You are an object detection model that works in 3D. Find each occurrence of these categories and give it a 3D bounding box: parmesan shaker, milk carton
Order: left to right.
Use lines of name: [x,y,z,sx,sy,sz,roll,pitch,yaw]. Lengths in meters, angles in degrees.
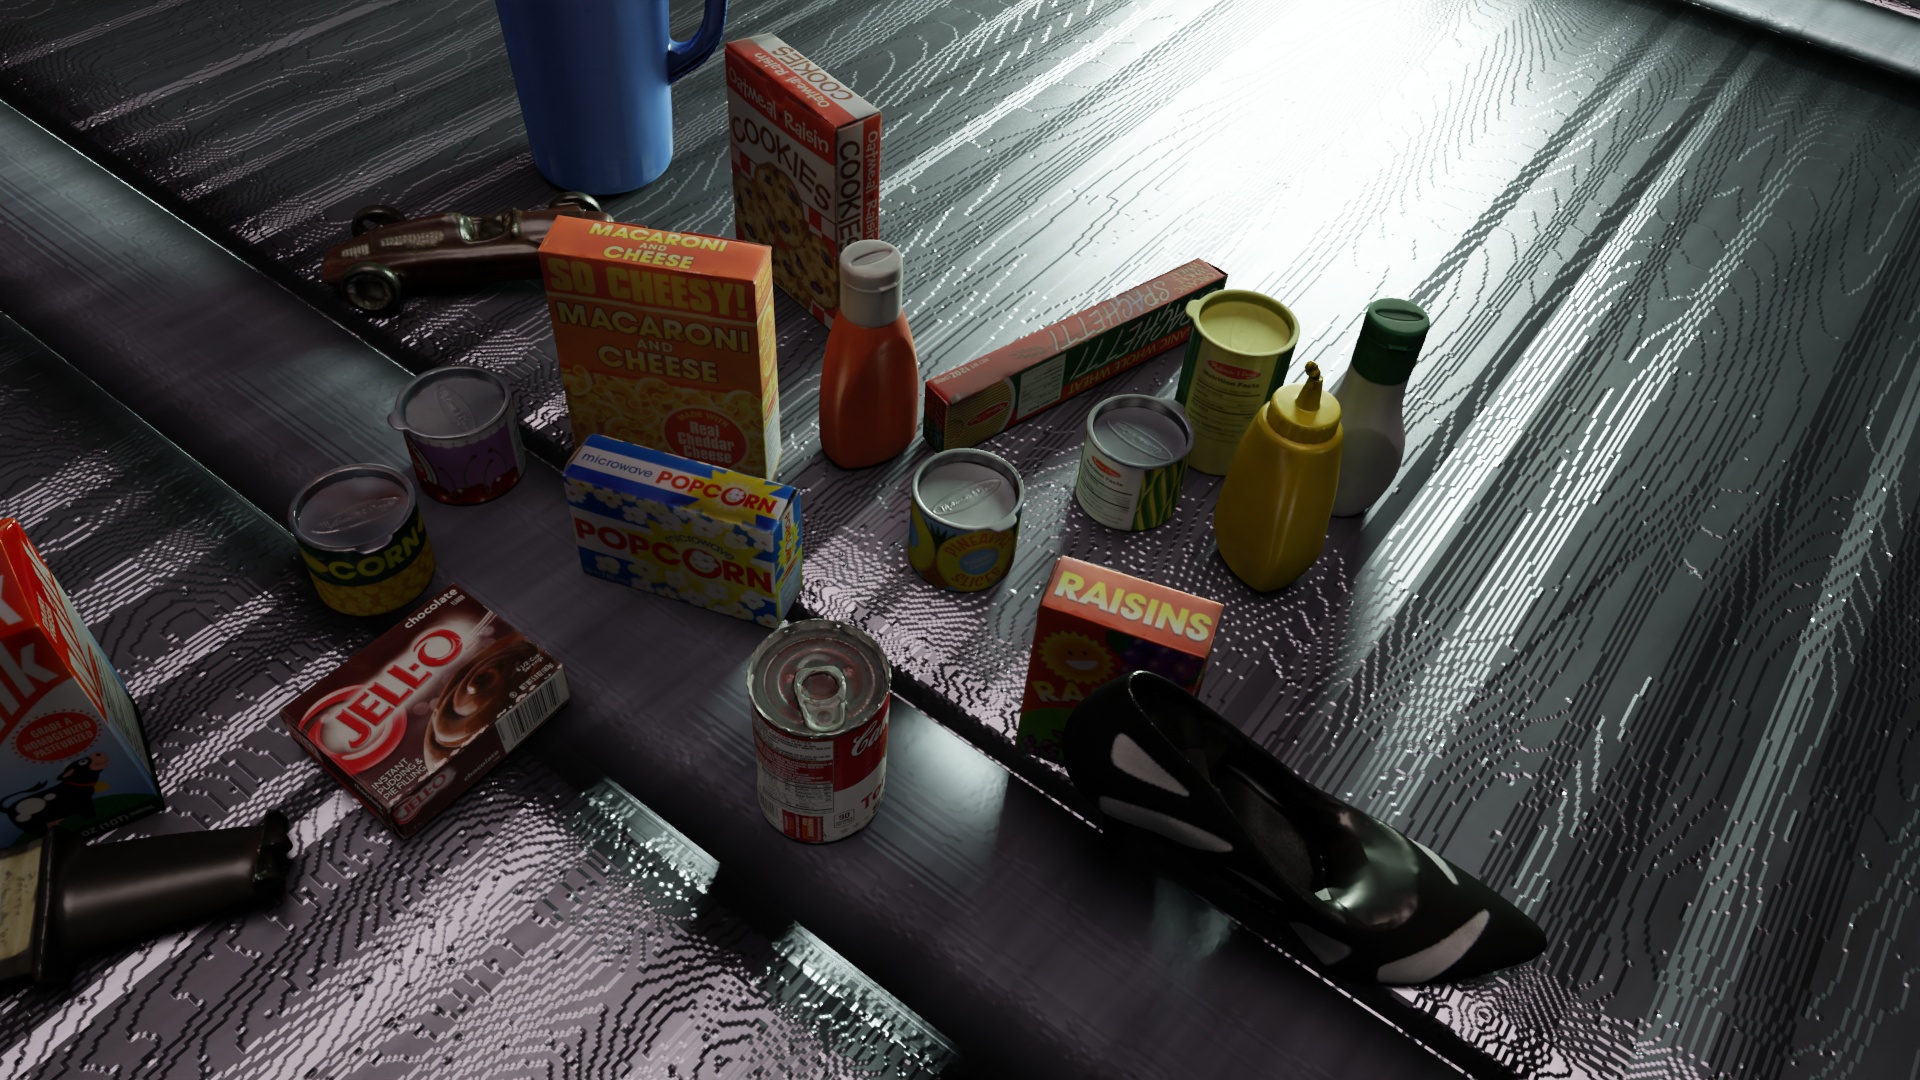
milk carton: [-0.438,0.060,0.628,0.072,0.189,0.074,-22,53,-23]
parmesan shaker: [0.170,-0.101,0.890,0.071,0.102,0.072,3,48,-3]

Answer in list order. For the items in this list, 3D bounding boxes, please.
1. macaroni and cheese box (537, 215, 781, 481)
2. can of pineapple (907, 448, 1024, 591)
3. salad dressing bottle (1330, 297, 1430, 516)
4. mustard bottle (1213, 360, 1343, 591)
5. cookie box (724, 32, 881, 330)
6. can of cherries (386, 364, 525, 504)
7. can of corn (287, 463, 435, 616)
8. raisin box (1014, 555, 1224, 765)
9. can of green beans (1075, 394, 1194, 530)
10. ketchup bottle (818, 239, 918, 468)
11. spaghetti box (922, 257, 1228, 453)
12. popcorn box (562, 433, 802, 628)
macaroni and cheese box: [-0.173,-0.107,0.821,0.124,0.165,0.040,9,48,3]
can of pineapple: [0.003,-0.010,0.822,0.071,0.057,0.071,3,48,-3]
salad dressing bottle: [0.247,-0.079,0.847,0.064,0.146,0.044,8,48,2]
mustard bottle: [0.188,-0.041,0.798,0.049,0.159,0.065,-20,52,-22]
cookie box: [-0.108,-0.241,0.950,0.040,0.166,0.123,-31,57,-29]
can of cherries: [-0.304,-0.063,0.842,0.071,0.058,0.072,3,48,-3]
can of corn: [-0.334,0.002,0.780,0.071,0.058,0.071,3,48,-3]
raisin box: [0.079,0.071,0.710,0.086,0.122,0.040,18,49,11]
can of green beans: [0.108,-0.048,0.866,0.071,0.057,0.071,3,48,-3]
ketchup bottle: [-0.055,-0.112,0.849,0.065,0.148,0.043,-25,55,-25]
spaghetti box: [0.081,-0.127,0.941,0.251,0.049,0.029,-28,56,-27]
popcorn box: [-0.155,-0.005,0.784,0.127,0.084,0.038,15,48,9]
